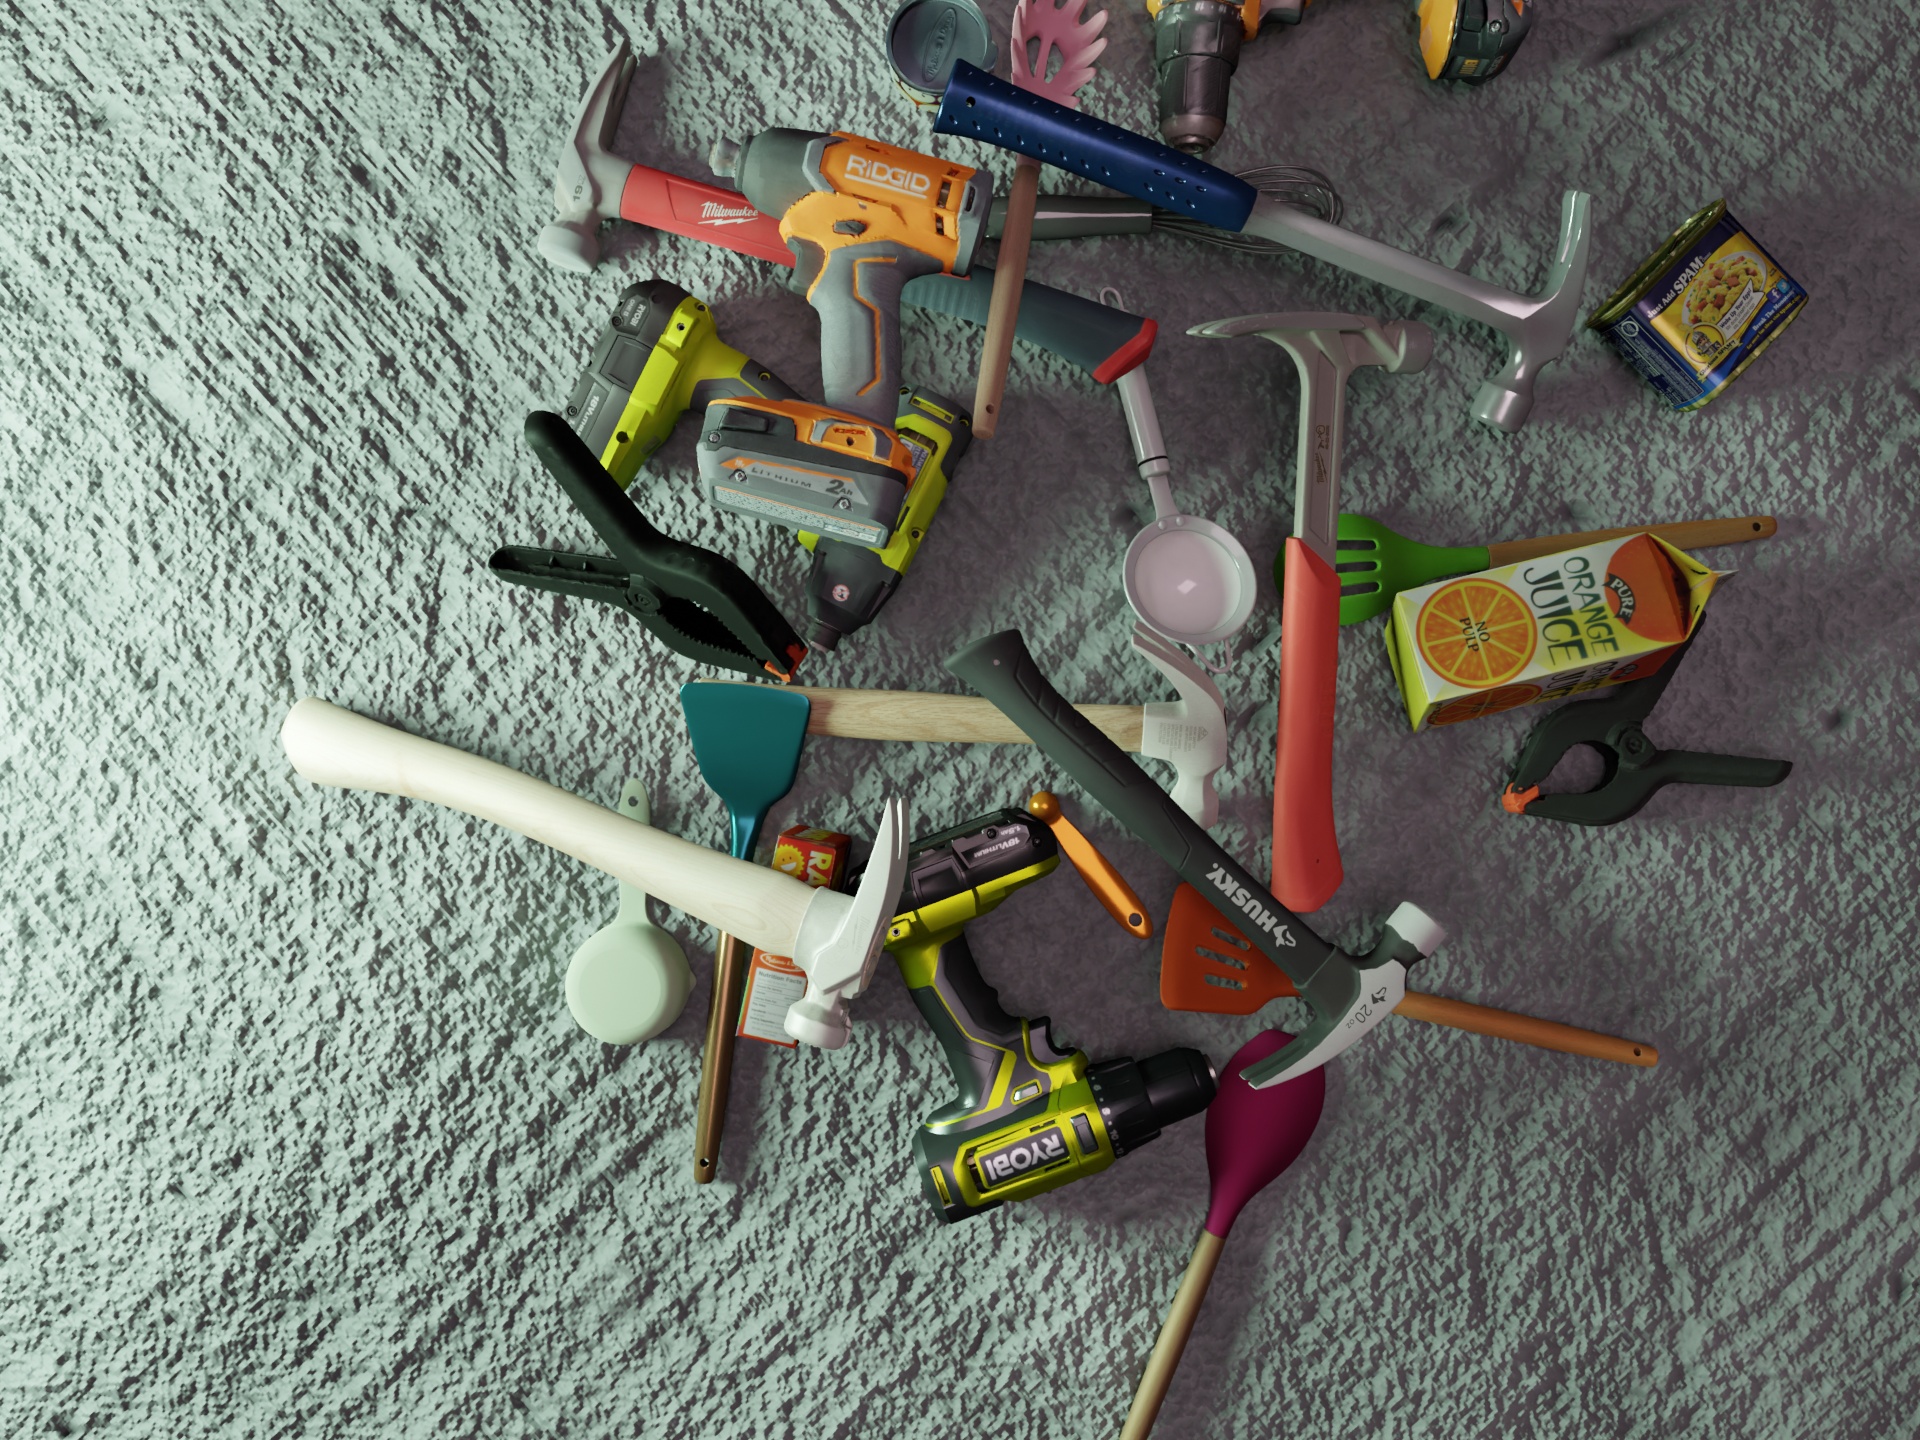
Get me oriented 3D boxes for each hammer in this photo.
[{"bbox_3d":[0.121,0.071,0.936,0.334,0.035,0.146,43,87,-5],"label":"hammer"},{"bbox_3d":[0.183,-0.304,0.944,0.405,0.035,0.144,18,109,-9],"label":"hammer"},{"bbox_3d":[-0.229,0.054,0.949,0.411,0.038,0.146,19,91,16],"label":"hammer"},{"bbox_3d":[-0.061,-0.302,0.987,0.386,0.038,0.143,18,89,5],"label":"hammer"},{"bbox_3d":[0.202,-0.060,0.953,0.149,0.037,0.359,-3,103,-19],"label":"hammer"},{"bbox_3d":[-0.002,-0.003,0.984,0.331,0.031,0.130,4,119,6],"label":"hammer"}]

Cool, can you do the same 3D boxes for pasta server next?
[{"bbox_3d":[0.039,-0.311,0.953,0.060,0.040,0.316,15,69,-14],"label":"pasta server"}]

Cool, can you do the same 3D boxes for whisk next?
[{"bbox_3d":[0.117,-0.317,0.993,0.239,0.055,0.055,0,90,5],"label":"whisk"}]

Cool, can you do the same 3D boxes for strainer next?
[{"bbox_3d":[0.124,-0.150,0.995,0.087,0.050,0.258,-12,84,-15],"label":"strainer"}]

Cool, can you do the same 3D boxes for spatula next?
[{"bbox_3d":[-0.147,0.135,0.996,0.082,0.044,0.317,6,91,3],"label":"spatula"},{"bbox_3d":[0.280,0.175,0.990,0.322,0.041,0.081,12,70,-1],"label":"spatula"}]

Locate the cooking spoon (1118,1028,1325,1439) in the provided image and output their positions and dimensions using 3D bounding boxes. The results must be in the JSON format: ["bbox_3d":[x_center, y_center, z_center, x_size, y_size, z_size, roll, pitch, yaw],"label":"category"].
[{"bbox_3d":[0.152,0.347,1.003,0.069,0.017,0.319,22,90,2],"label":"cooking spoon"}]

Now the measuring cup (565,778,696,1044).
[{"bbox_3d":[-0.209,0.121,0.999,0.083,0.038,0.167,1,92,1],"label":"measuring cup"}]

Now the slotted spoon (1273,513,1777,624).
[{"bbox_3d":[0.355,-0.107,0.998,0.313,0.031,0.070,-6,91,-1],"label":"slotted spoon"}]

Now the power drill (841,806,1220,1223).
[{"bbox_3d":[0.039,0.174,0.978,0.190,0.080,0.228,-20,92,-2],"label":"power drill"}]

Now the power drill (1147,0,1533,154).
[{"bbox_3d":[0.228,-0.440,0.976,0.226,0.084,0.185,5,90,5],"label":"power drill"}]

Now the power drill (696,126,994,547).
[{"bbox_3d":[-0.083,-0.229,0.913,0.164,0.084,0.226,14,82,-6],"label":"power drill"}]

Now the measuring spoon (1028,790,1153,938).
[{"bbox_3d":[0.084,0.092,1.008,0.021,0.011,0.117,-39,89,1],"label":"measuring spoon"}]

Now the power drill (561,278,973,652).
[{"bbox_3d":[-0.125,-0.158,0.982,0.223,0.080,0.171,26,89,-2],"label":"power drill"}]
